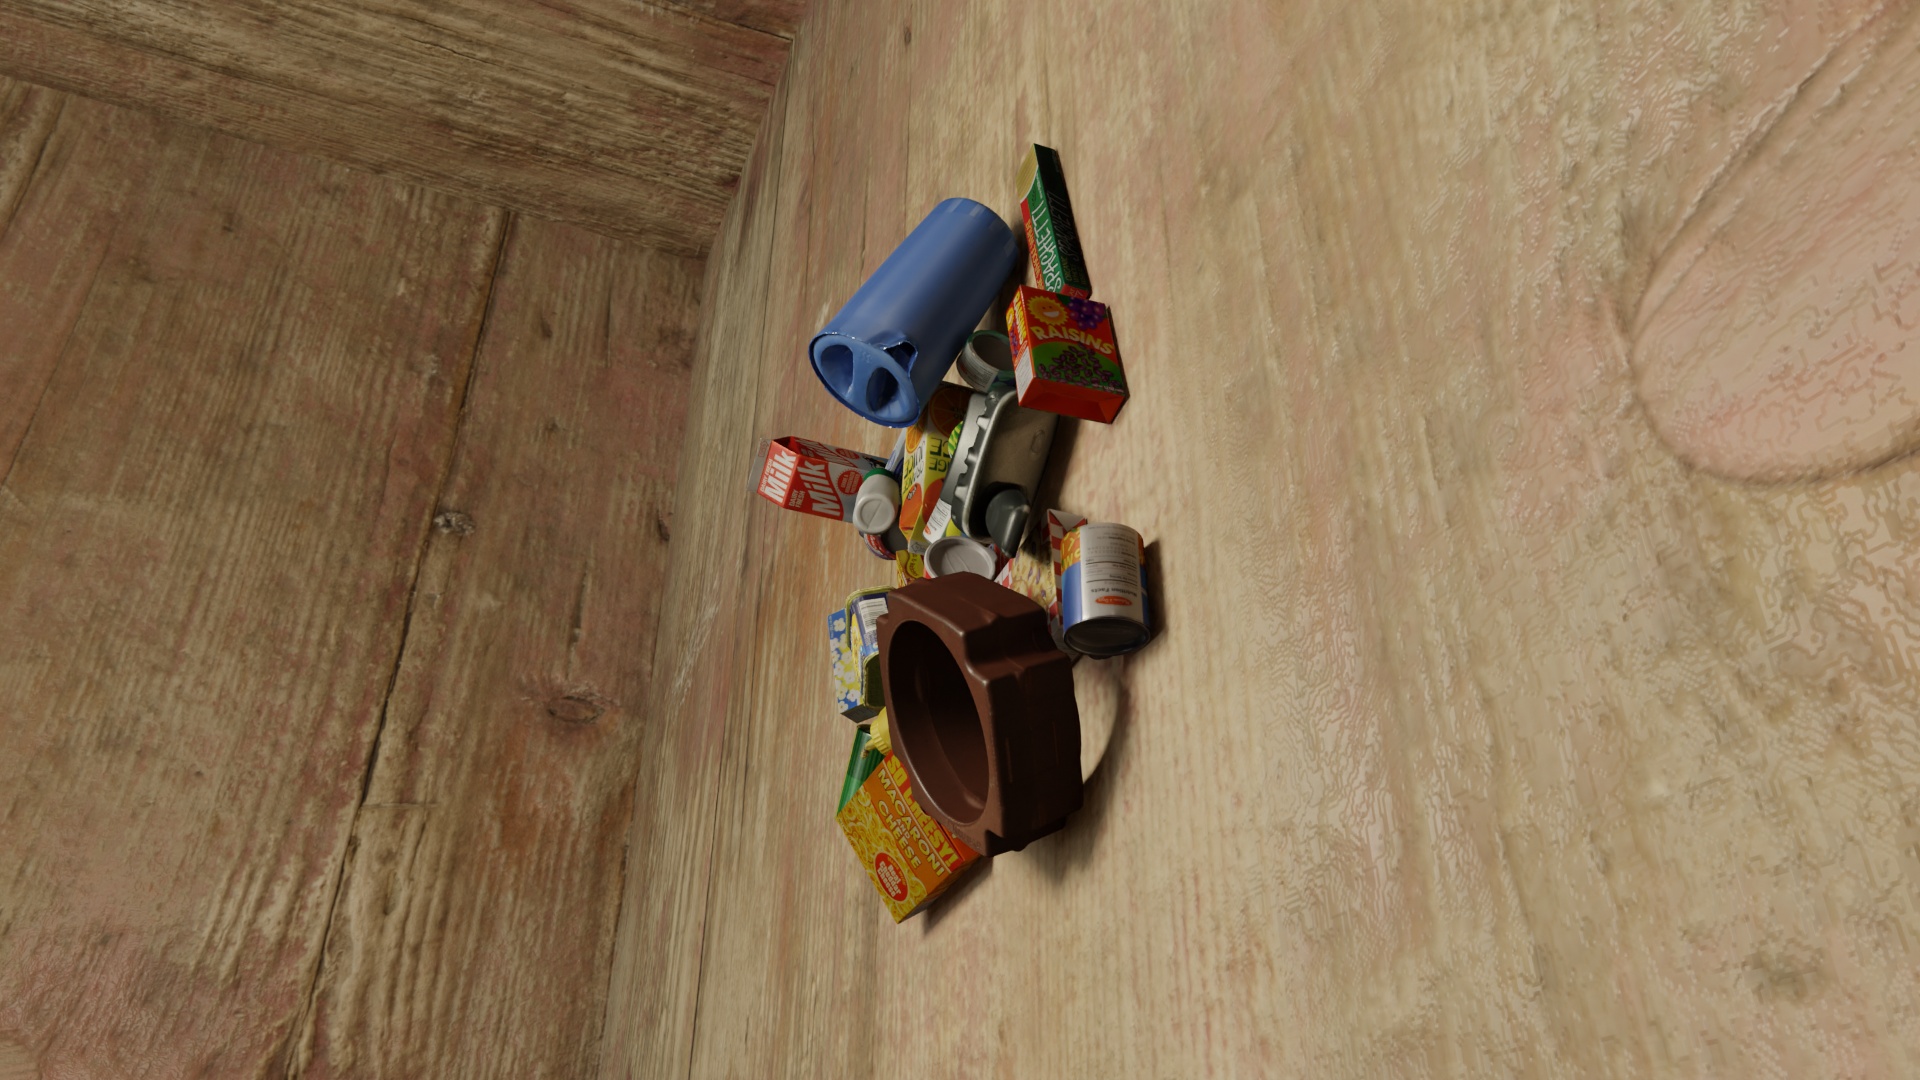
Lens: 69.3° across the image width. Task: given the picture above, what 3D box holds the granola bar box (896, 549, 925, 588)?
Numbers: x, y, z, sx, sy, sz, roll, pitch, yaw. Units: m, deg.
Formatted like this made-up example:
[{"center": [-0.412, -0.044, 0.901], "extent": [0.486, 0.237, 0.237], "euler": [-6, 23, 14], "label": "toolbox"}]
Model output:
[{"center": [-0.032, 0.099, 1.408], "extent": [0.166, 0.039, 0.123], "euler": [-116, 22, -60], "label": "granola bar box"}]

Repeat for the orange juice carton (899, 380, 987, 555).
[{"center": [-0.017, -0.068, 1.470], "extent": [0.072, 0.072, 0.193], "euler": [134, 144, -57], "label": "orange juice carton"}]

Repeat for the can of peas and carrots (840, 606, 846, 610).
[{"center": [-0.112, 0.112, 1.630], "extent": [0.059, 0.071, 0.070], "euler": [-105, 33, -51], "label": "can of peas and carrots"}]

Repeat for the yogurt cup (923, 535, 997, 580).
[{"center": [-0.005, 0.038, 1.312], "extent": [0.053, 0.072, 0.073], "euler": [107, 163, -46], "label": "yogurt cup"}]

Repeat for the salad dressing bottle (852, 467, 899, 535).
[{"center": [-0.091, -0.048, 1.534], "extent": [0.064, 0.044, 0.148], "euler": [-62, 8, 13], "label": "salad dressing bottle"}]

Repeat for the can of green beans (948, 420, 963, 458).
[{"center": [0.025, -0.083, 1.374], "extent": [0.058, 0.071, 0.071], "euler": [-109, 36, -56], "label": "can of green beans"}]

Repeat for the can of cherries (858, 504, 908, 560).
[{"center": [-0.075, -0.009, 1.597], "extent": [0.058, 0.071, 0.071], "euler": [-177, 98, -70], "label": "can of cherries"}]

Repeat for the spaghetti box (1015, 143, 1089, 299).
[{"center": [0.090, -0.308, 1.385], "extent": [0.251, 0.029, 0.050], "euler": [-97, 26, -43], "label": "spaghetti box"}]

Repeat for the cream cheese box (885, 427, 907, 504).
[{"center": [-0.056, -0.087, 1.617], "extent": [0.024, 0.053, 0.103], "euler": [-102, 31, -48], "label": "cream cheese box"}]

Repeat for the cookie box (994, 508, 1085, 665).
[{"center": [0.061, 0.071, 1.218], "extent": [0.166, 0.040, 0.123], "euler": [124, 151, -47], "label": "cookie box"}]

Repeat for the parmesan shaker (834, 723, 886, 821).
[{"center": [-0.092, 0.255, 1.487], "extent": [0.071, 0.071, 0.103], "euler": [-161, 84, -70], "label": "parmesan shaker"}]

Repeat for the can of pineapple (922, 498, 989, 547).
[{"center": [0.005, -0.017, 1.385], "extent": [0.057, 0.071, 0.071], "euler": [-64, 22, 14], "label": "can of pineapple"}]

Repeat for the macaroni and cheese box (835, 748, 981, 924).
[{"center": [-0.048, 0.275, 1.312], "extent": [0.124, 0.040, 0.165], "euler": [56, 141, 18], "label": "macaroni and cheese box"}]

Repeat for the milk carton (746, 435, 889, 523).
[{"center": [-0.160, -0.072, 1.688], "extent": [0.074, 0.191, 0.072], "euler": [-123, 48, -63], "label": "milk carton"}]

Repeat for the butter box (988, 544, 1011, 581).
[{"center": [0.023, 0.049, 1.362], "extent": [0.103, 0.024, 0.053], "euler": [128, 147, -51], "label": "butter box"}]

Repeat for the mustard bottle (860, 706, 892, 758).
[{"center": [-0.037, 0.166, 1.316], "extent": [0.160, 0.065, 0.049], "euler": [-32, 36, 24], "label": "mustard bottle"}]

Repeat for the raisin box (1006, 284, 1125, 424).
[{"center": [0.090, -0.163, 1.210], "extent": [0.039, 0.086, 0.124], "euler": [115, 157, -45], "label": "raisin box"}]

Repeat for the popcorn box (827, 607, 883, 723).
[{"center": [-0.097, 0.128, 1.540], "extent": [0.085, 0.038, 0.127], "euler": [-23, 56, 20], "label": "popcorn box"}]

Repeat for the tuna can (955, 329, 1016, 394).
[{"center": [0.033, -0.182, 1.415], "extent": [0.071, 0.071, 0.032], "euler": [-96, 28, -42], "label": "tuna can"}]

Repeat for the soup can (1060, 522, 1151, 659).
[{"center": [0.110, 0.039, 1.067], "extent": [0.071, 0.071, 0.084], "euler": [129, 148, -52], "label": "soup can"}]
